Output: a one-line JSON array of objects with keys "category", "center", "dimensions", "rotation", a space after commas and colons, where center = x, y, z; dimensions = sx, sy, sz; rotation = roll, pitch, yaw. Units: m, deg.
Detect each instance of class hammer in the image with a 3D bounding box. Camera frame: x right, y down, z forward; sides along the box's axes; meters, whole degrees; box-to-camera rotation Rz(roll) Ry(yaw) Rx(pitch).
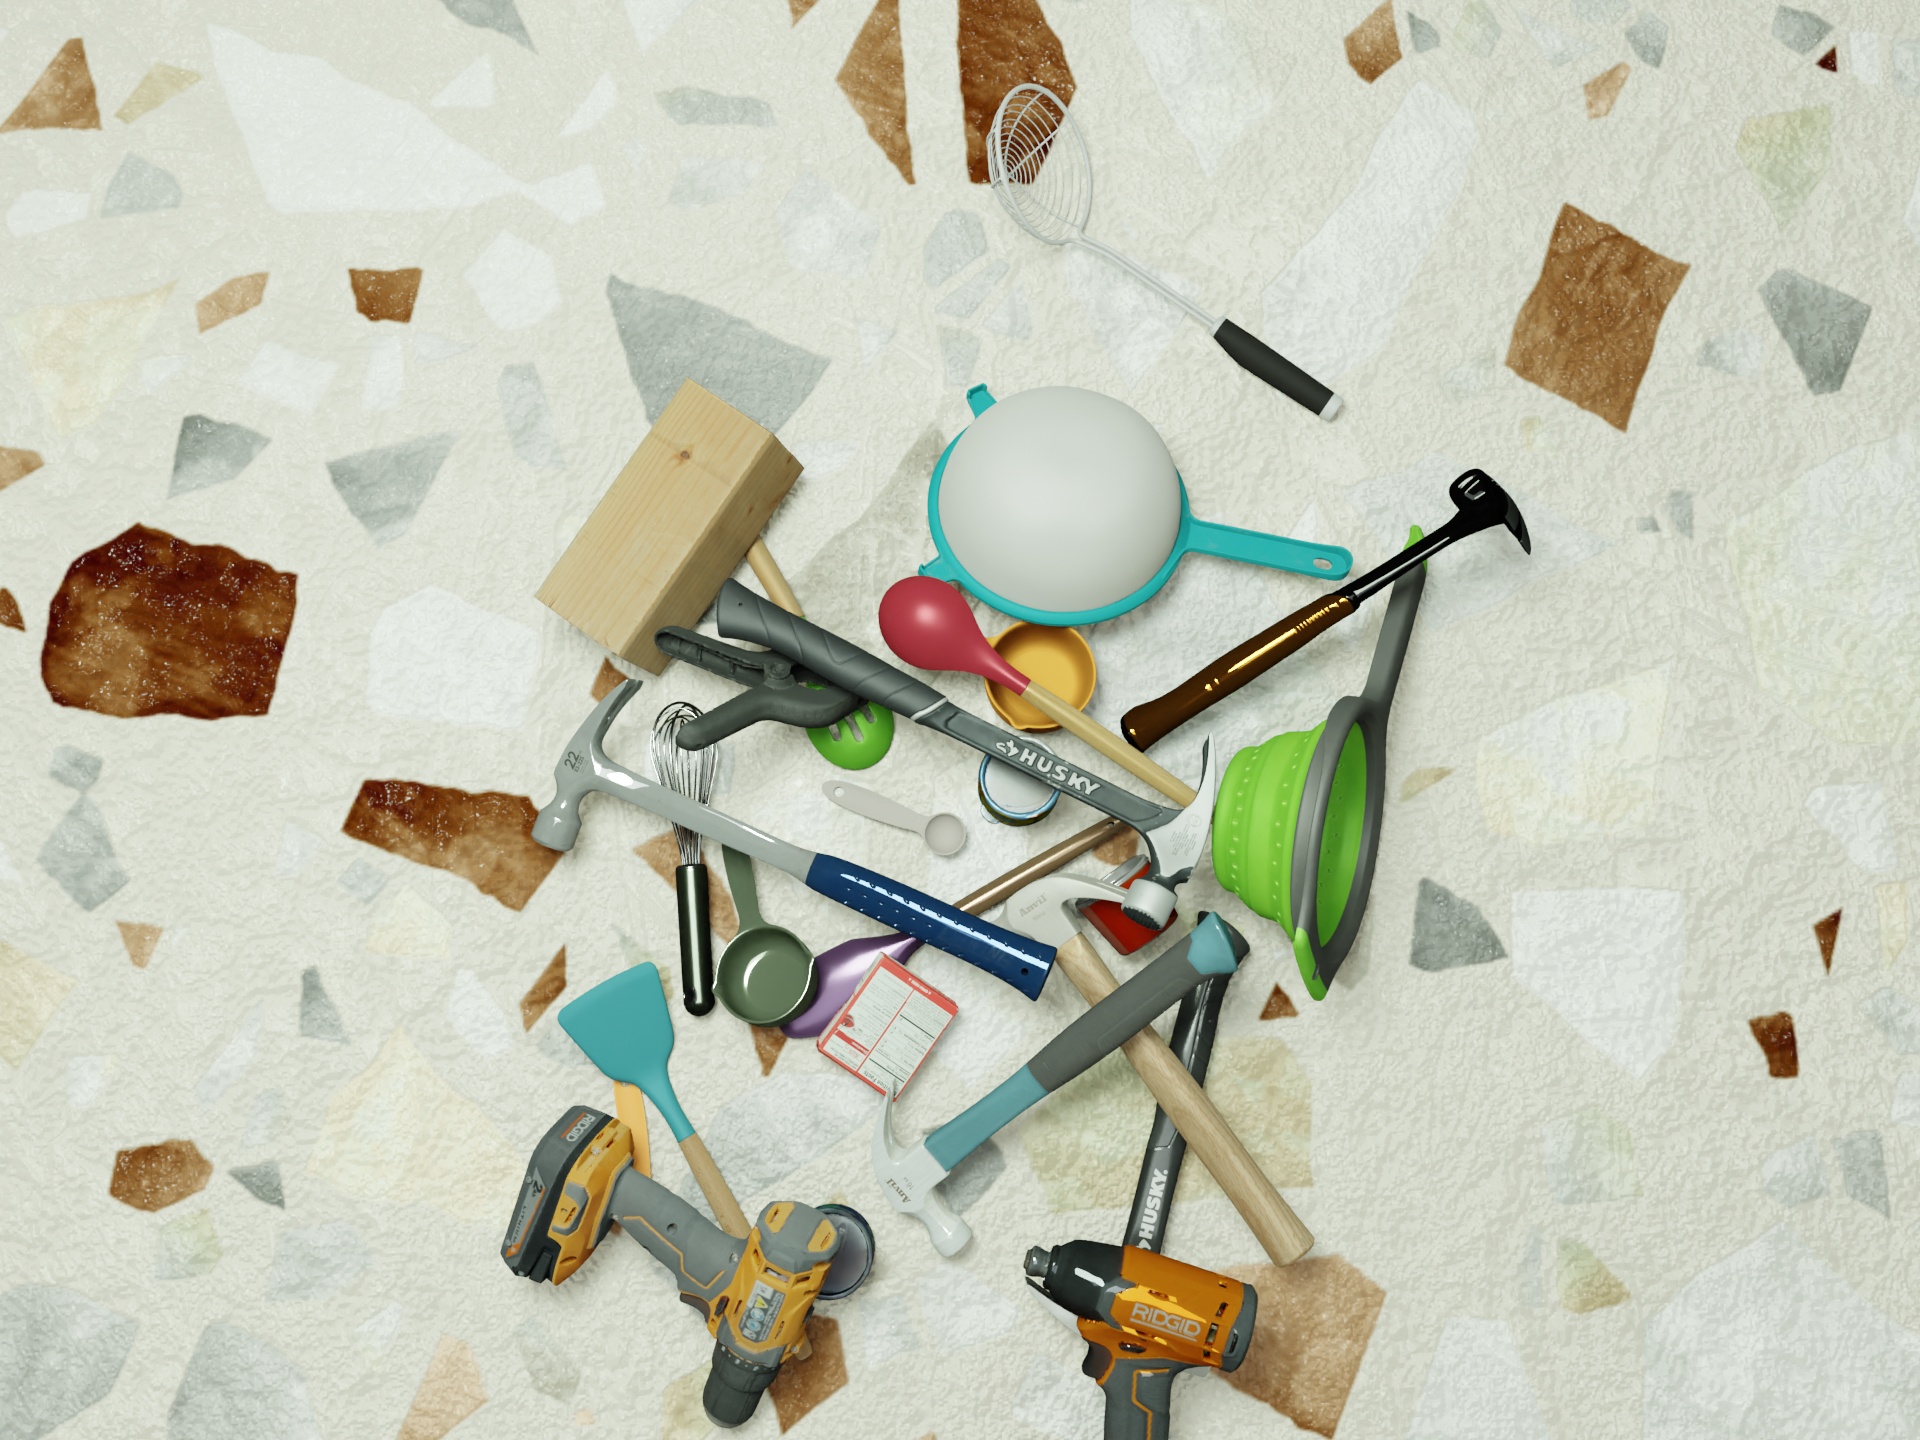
[{"category": "hammer", "center": [0.154, 0.309, 1.206], "dimensions": [0.146, 0.035, 0.335], "rotation": [15, 81, 3]}, {"category": "hammer", "center": [0.069, 0.252, 1.155], "dimensions": [0.331, 0.033, 0.128], "rotation": [-40, 92, 15]}, {"category": "hammer", "center": [-0.002, -0.004, 1.173], "dimensions": [0.409, 0.036, 0.149], "rotation": [27, 71, 8]}, {"category": "hammer", "center": [-0.118, 0.101, 1.186], "dimensions": [0.405, 0.035, 0.144], "rotation": [23, 93, 9]}, {"category": "hammer", "center": [0.266, -0.071, 1.202], "dimensions": [0.337, 0.127, 0.034], "rotation": [-33, 108, 16]}, {"category": "hammer", "center": [0.148, 0.254, 1.170], "dimensions": [0.130, 0.031, 0.331], "rotation": [-39, 84, 16]}]

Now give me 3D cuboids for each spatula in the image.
[{"category": "spatula", "center": [-0.006, 0.156, 1.242], "dimensions": [0.316, 0.018, 0.060], "rotation": [-30, 79, -3]}, {"category": "spatula", "center": [-0.194, 0.338, 1.200], "dimensions": [0.082, 0.044, 0.317], "rotation": [-28, 82, -21]}]

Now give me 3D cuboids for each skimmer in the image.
[{"category": "skimmer", "center": [0.173, -0.377, 1.296], "dimensions": [0.363, 0.090, 0.127], "rotation": [36, 51, 4]}]

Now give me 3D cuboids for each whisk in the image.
[{"category": "whisk", "center": [-0.210, 0.107, 1.243], "dimensions": [0.058, 0.059, 0.246], "rotation": [-10, 82, 43]}]

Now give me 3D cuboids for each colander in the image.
[{"category": "colander", "center": [0.273, 0.011, 1.215], "dimensions": [0.094, 0.204, 0.397], "rotation": [8, 61, 27]}]

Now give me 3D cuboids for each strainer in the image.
[{"category": "strainer", "center": [0.143, -0.172, 1.232], "dimensions": [0.340, 0.095, 0.211], "rotation": [12, 65, 4]}]

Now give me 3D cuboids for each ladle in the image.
[{"category": "ladle", "center": [0.071, -0.009, 1.213], "dimensions": [0.315, 0.031, 0.069], "rotation": [34, 99, 2]}]

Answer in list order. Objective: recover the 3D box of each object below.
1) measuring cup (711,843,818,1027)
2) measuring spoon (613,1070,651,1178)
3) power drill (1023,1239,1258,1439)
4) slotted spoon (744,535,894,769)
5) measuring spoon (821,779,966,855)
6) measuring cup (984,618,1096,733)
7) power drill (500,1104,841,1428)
[{"category": "measuring cup", "center": [-0.158, 0.159, 1.240], "dimensions": [0.083, 0.038, 0.168], "rotation": [-20, 63, 4]}, {"category": "measuring spoon", "center": [-0.250, 0.321, 1.223], "dimensions": [0.021, 0.011, 0.117], "rotation": [-11, 77, -9]}, {"category": "power drill", "center": [0.100, 0.482, 1.130], "dimensions": [0.164, 0.084, 0.226], "rotation": [18, 96, 4]}, {"category": "slotted spoon", "center": [-0.147, -0.101, 1.285], "dimensions": [0.070, 0.031, 0.314], "rotation": [-29, 80, -6]}, {"category": "measuring spoon", "center": [-0.053, 0.074, 1.262], "dimensions": [0.124, 0.018, 0.034], "rotation": [21, 81, 11]}, {"category": "measuring cup", "center": [0.023, -0.049, 1.261], "dimensions": [0.173, 0.052, 0.095], "rotation": [22, 81, 6]}, {"category": "power drill", "center": [-0.216, 0.403, 1.159], "dimensions": [0.226, 0.084, 0.185], "rotation": [24, 110, 7]}]
